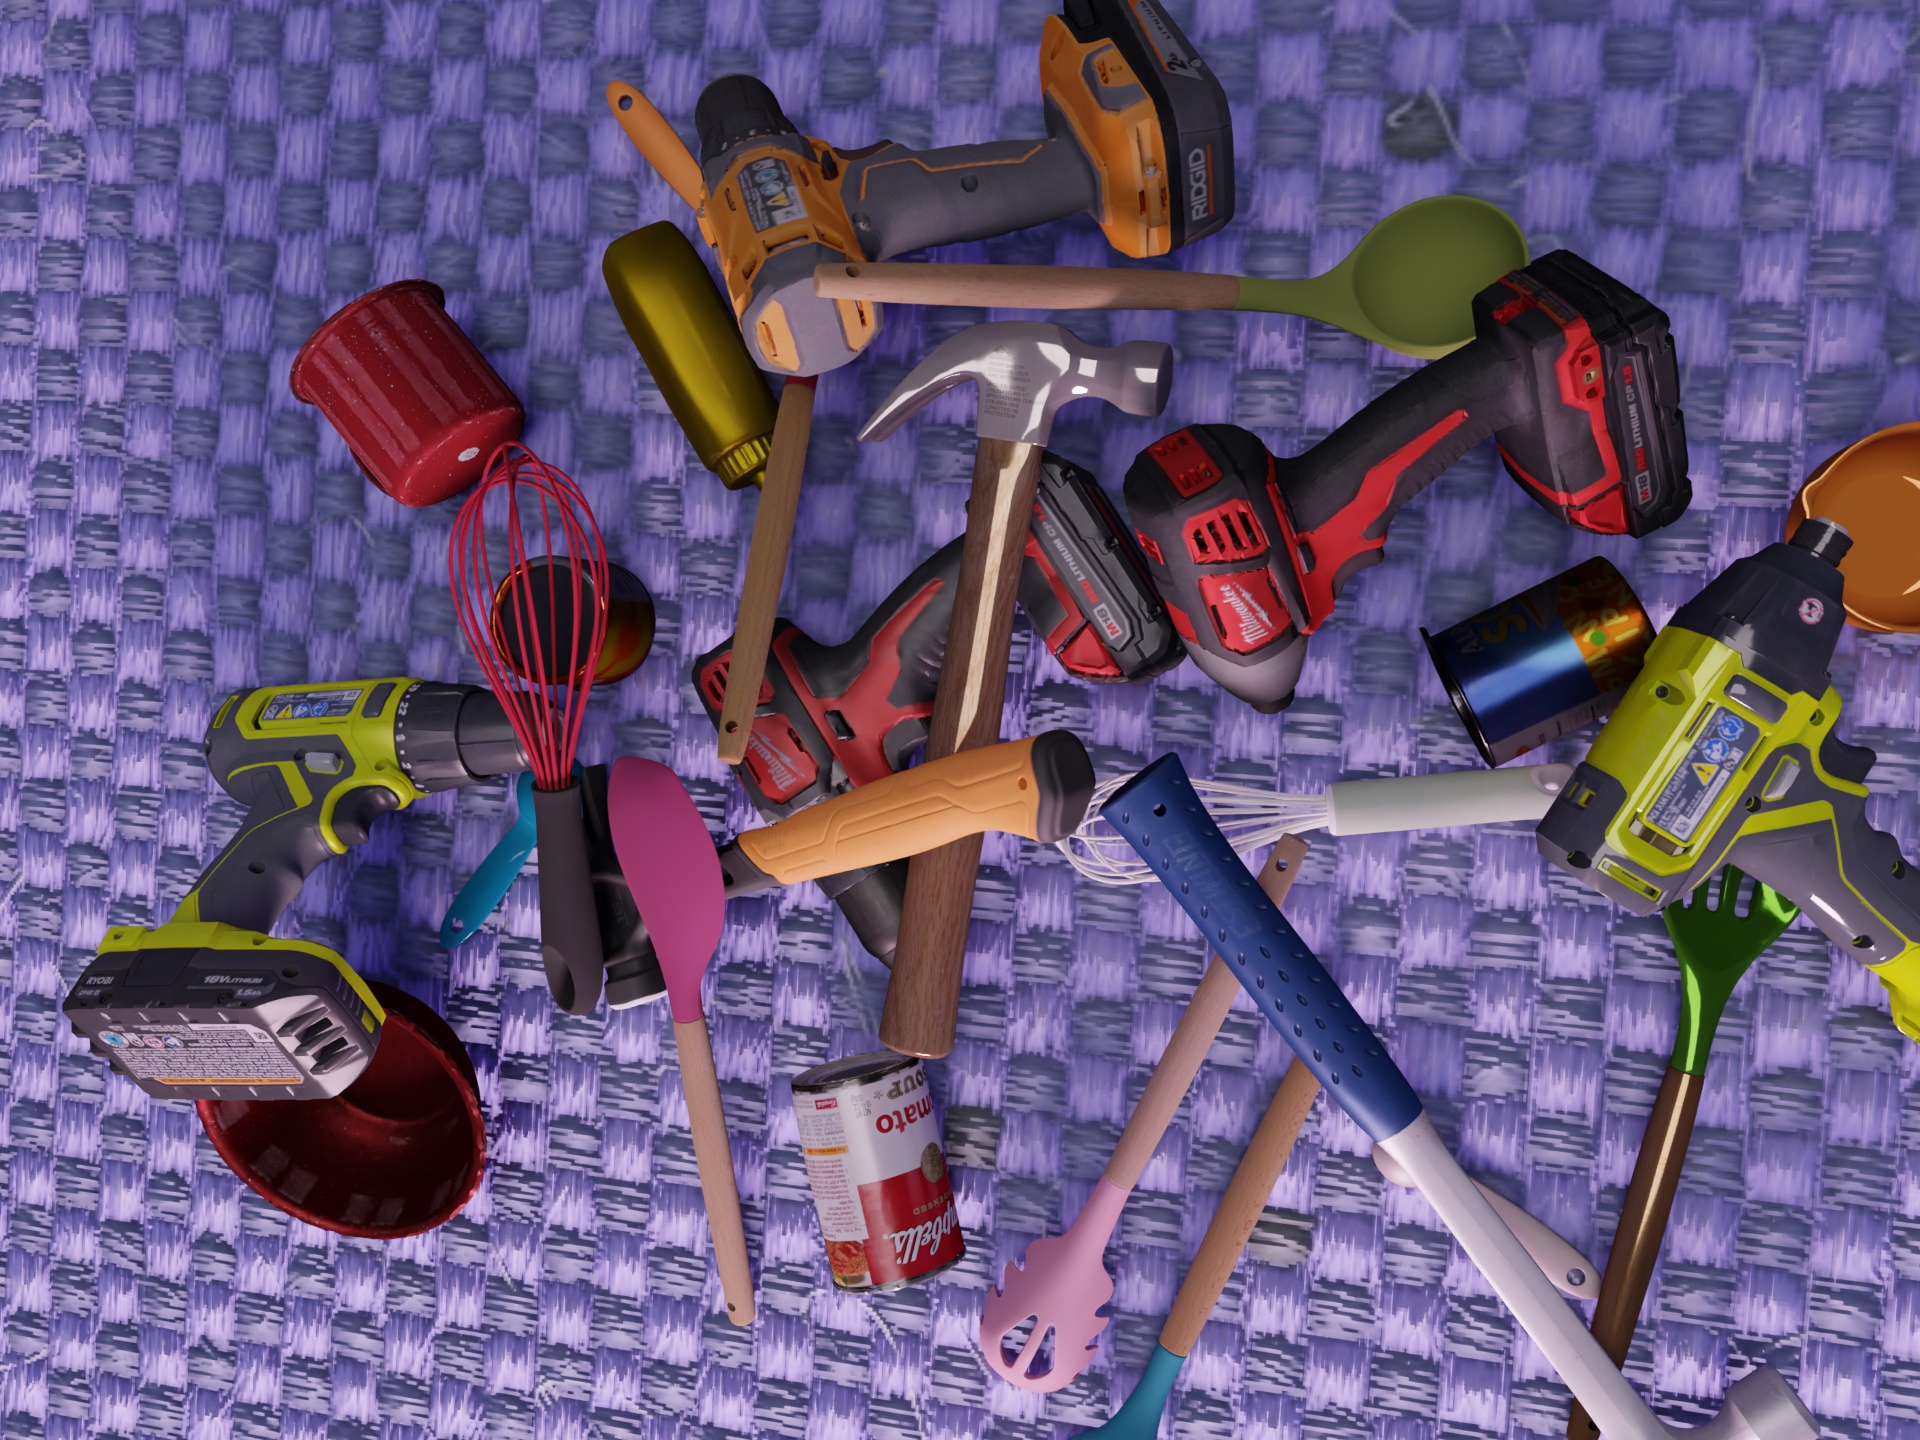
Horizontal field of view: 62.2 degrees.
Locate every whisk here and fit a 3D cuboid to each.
[{"bbox_3d":[-0.197,0.012,0.766,0.073,0.073,0.295,5,112,13],"label":"whisk"},{"bbox_3d":[0.166,0.043,0.744,0.246,0.059,0.058,-6,51,9],"label":"whisk"}]

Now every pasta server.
[{"bbox_3d":[0.088,0.193,0.756,0.060,0.040,0.316,27,101,11],"label":"pasta server"}]

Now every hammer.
[{"bbox_3d":[-0.076,0.050,0.724,0.337,0.034,0.127,-18,86,43],"label":"hammer"},{"bbox_3d":[0.002,-0.011,0.710,0.130,0.031,0.331,12,99,16],"label":"hammer"},{"bbox_3d":[0.195,0.190,0.702,0.144,0.035,0.405,-38,91,9],"label":"hammer"}]

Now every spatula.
[{"bbox_3d":[0.113,0.283,0.762,0.082,0.044,0.317,25,96,15],"label":"spatula"}]

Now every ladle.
[{"bbox_3d":[-0.082,-0.132,0.753,0.069,0.031,0.315,7,76,8],"label":"ladle"},{"bbox_3d":[0.097,-0.190,0.676,0.320,0.062,0.078,-4,67,-18],"label":"ladle"}]

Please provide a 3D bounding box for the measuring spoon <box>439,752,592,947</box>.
[{"bbox_3d":[-0.245,0.072,0.849,0.042,0.021,0.128,39,98,9],"label":"measuring spoon"}]

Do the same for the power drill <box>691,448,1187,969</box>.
[{"bbox_3d":[-0.001,-0.002,0.766,0.226,0.080,0.188,-33,84,15],"label":"power drill"}]

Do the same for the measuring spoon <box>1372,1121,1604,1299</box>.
[{"bbox_3d":[0.248,0.231,0.742,0.124,0.018,0.034,36,99,8],"label":"measuring spoon"}]

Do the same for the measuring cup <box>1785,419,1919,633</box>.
[{"bbox_3d":[0.416,-0.120,0.678,0.095,0.052,0.173,20,94,12],"label":"measuring cup"}]

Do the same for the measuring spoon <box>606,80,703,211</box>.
[{"bbox_3d":[-0.148,-0.288,0.822,0.021,0.011,0.117,-39,83,11],"label":"measuring spoon"}]

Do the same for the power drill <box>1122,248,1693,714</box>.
[{"bbox_3d":[0.188,-0.093,0.679,0.219,0.079,0.143,-26,128,3],"label":"power drill"}]

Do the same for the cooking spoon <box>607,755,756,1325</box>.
[{"bbox_3d":[-0.128,0.165,0.773,0.069,0.017,0.318,9,116,33],"label":"cooking spoon"}]

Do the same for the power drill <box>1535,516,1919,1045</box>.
[{"bbox_3d":[0.375,0.036,0.649,0.223,0.080,0.171,30,99,-4],"label":"power drill"}]

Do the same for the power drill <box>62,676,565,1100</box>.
[{"bbox_3d":[-0.309,0.067,0.783,0.190,0.229,0.080,-3,135,13],"label":"power drill"}]

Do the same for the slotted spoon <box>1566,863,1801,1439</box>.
[{"bbox_3d":[0.319,0.182,0.718,0.070,0.031,0.314,12,96,-5],"label":"slotted spoon"}]

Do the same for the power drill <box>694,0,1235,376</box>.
[{"bbox_3d":[-0.011,-0.259,0.725,0.226,0.084,0.186,-19,53,-2],"label":"power drill"}]
